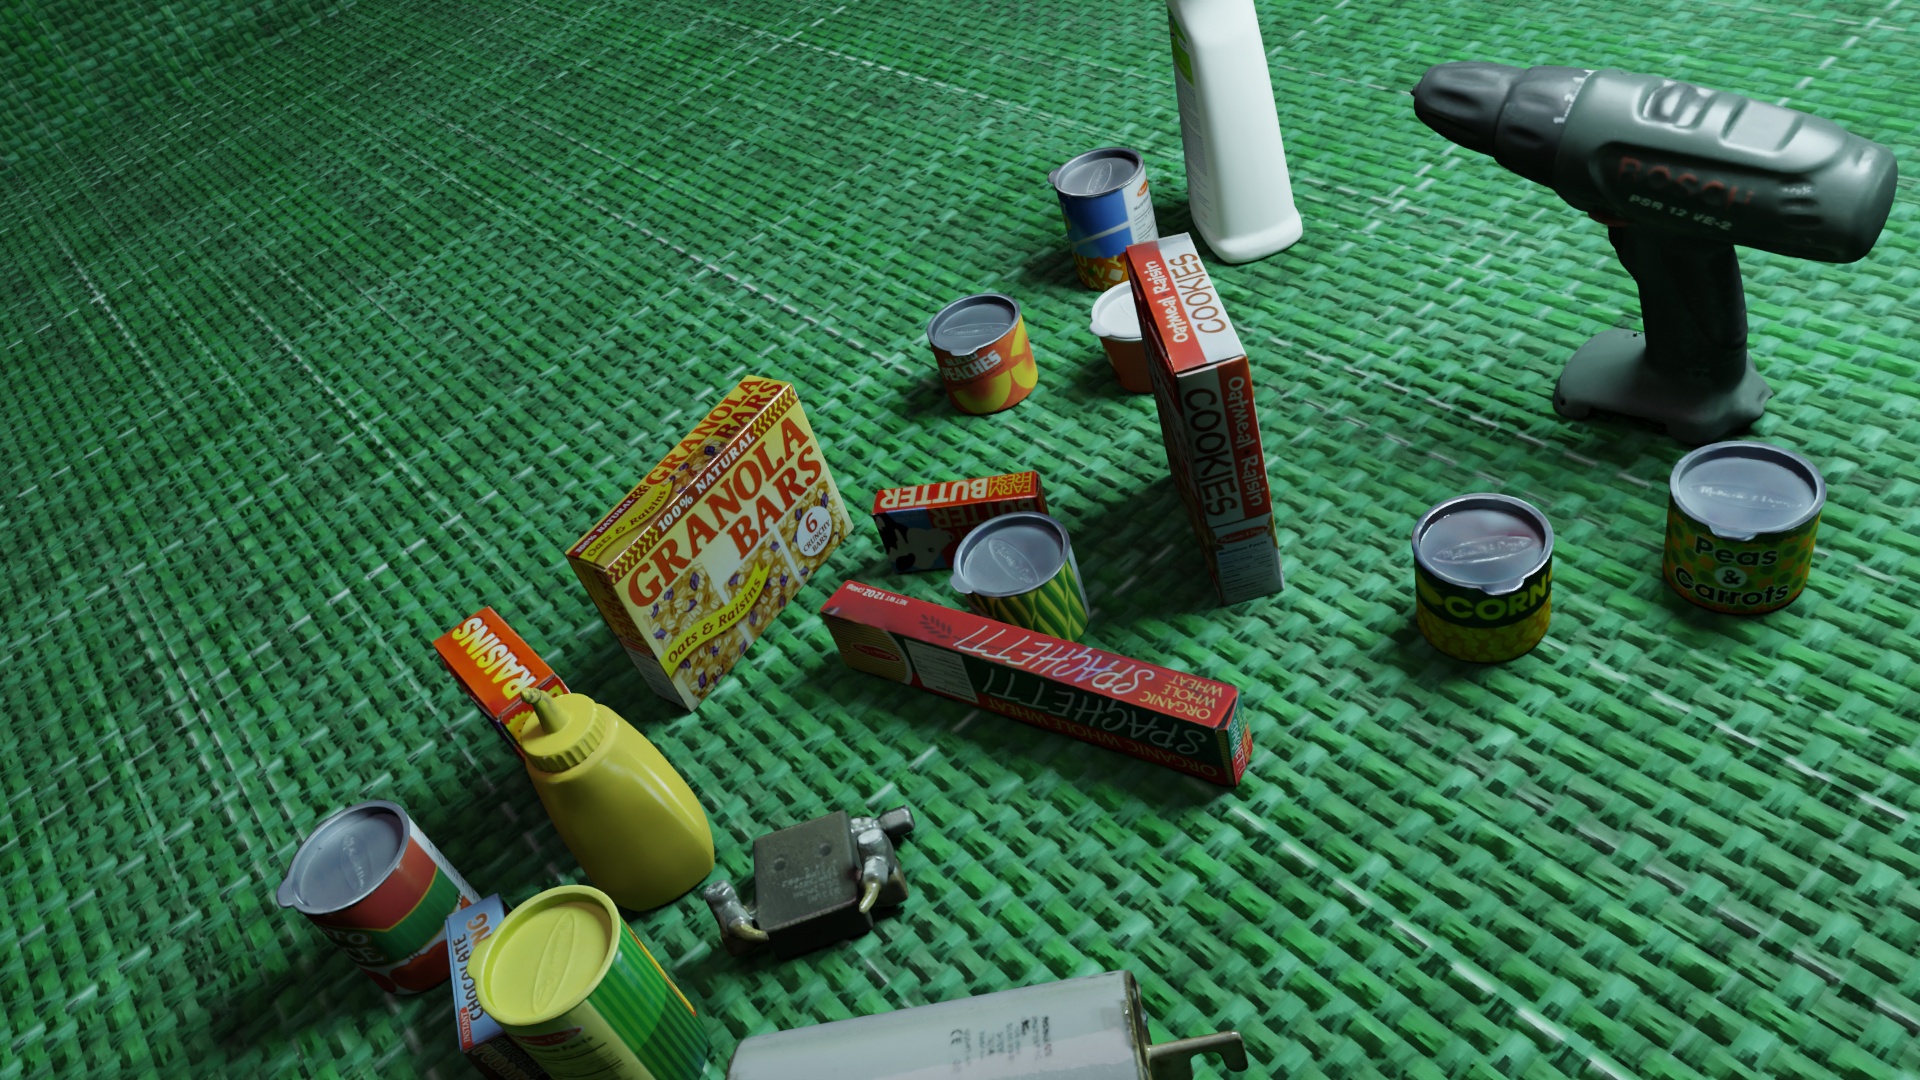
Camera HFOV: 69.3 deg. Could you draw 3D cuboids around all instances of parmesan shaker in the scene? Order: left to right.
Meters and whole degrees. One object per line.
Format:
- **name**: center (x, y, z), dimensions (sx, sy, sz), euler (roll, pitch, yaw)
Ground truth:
- **parmesan shaker**: center (-0.166, 0.212, 0.627), dimensions (0.071, 0.102, 0.072), euler (-11, 42, 10)

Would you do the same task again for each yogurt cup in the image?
- **yogurt cup**: center (0.125, -0.136, 0.929), dimensions (0.072, 0.053, 0.073), euler (-11, 42, 10)

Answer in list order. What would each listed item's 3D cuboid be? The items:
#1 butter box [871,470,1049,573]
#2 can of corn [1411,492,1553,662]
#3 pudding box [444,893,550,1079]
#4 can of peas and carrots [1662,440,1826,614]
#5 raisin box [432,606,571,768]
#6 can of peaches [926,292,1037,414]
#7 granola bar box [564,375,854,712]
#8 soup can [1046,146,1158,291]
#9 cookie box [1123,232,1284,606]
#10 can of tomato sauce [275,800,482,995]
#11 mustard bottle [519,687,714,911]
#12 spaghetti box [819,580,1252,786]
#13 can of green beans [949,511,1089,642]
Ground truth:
- **butter box**: center (0.003, -0.011, 0.841), dimensions (0.103, 0.053, 0.024), euler (-7, 43, 15)
- **can of corn**: center (0.264, 0.021, 0.701), dimensions (0.071, 0.058, 0.071), euler (-11, 42, 10)
- **pudding box**: center (-0.225, 0.221, 0.680), dimensions (0.030, 0.049, 0.084), euler (-26, 41, -6)
- **can of peas and carrots**: center (0.382, -0.004, 0.682), dimensions (0.071, 0.058, 0.071), euler (-11, 42, 10)
- **raisin box**: center (-0.225, 0.103, 0.753), dimensions (0.040, 0.122, 0.086), euler (-39, 44, -20)
- **can of peaches**: center (0.015, -0.127, 0.960), dimensions (0.071, 0.057, 0.071), euler (-11, 42, 10)
- **granola bar box**: center (-0.144, 0.000, 0.833), dimensions (0.039, 0.123, 0.166), euler (16, 52, 34)
- **soup can**: center (0.107, -0.236, 1.022), dimensions (0.071, 0.083, 0.072), euler (-11, 42, 10)
- **cookie box**: center (0.133, -0.066, 0.764), dimensions (0.040, 0.166, 0.123), euler (-16, 41, 5)
- **can of tomato sauce**: center (-0.297, 0.187, 0.720), dimensions (0.071, 0.082, 0.071), euler (-11, 42, 10)
- **mustard bottle**: center (-0.176, 0.120, 0.687), dimensions (0.065, 0.159, 0.049), euler (-28, 41, -9)
- **spaghetti box**: center (0.035, 0.073, 0.740), dimensions (0.250, 0.050, 0.029), euler (13, 51, 32)
- **can of green beans**: center (0.035, 0.027, 0.784), dimensions (0.071, 0.057, 0.071), euler (-11, 42, 10)
